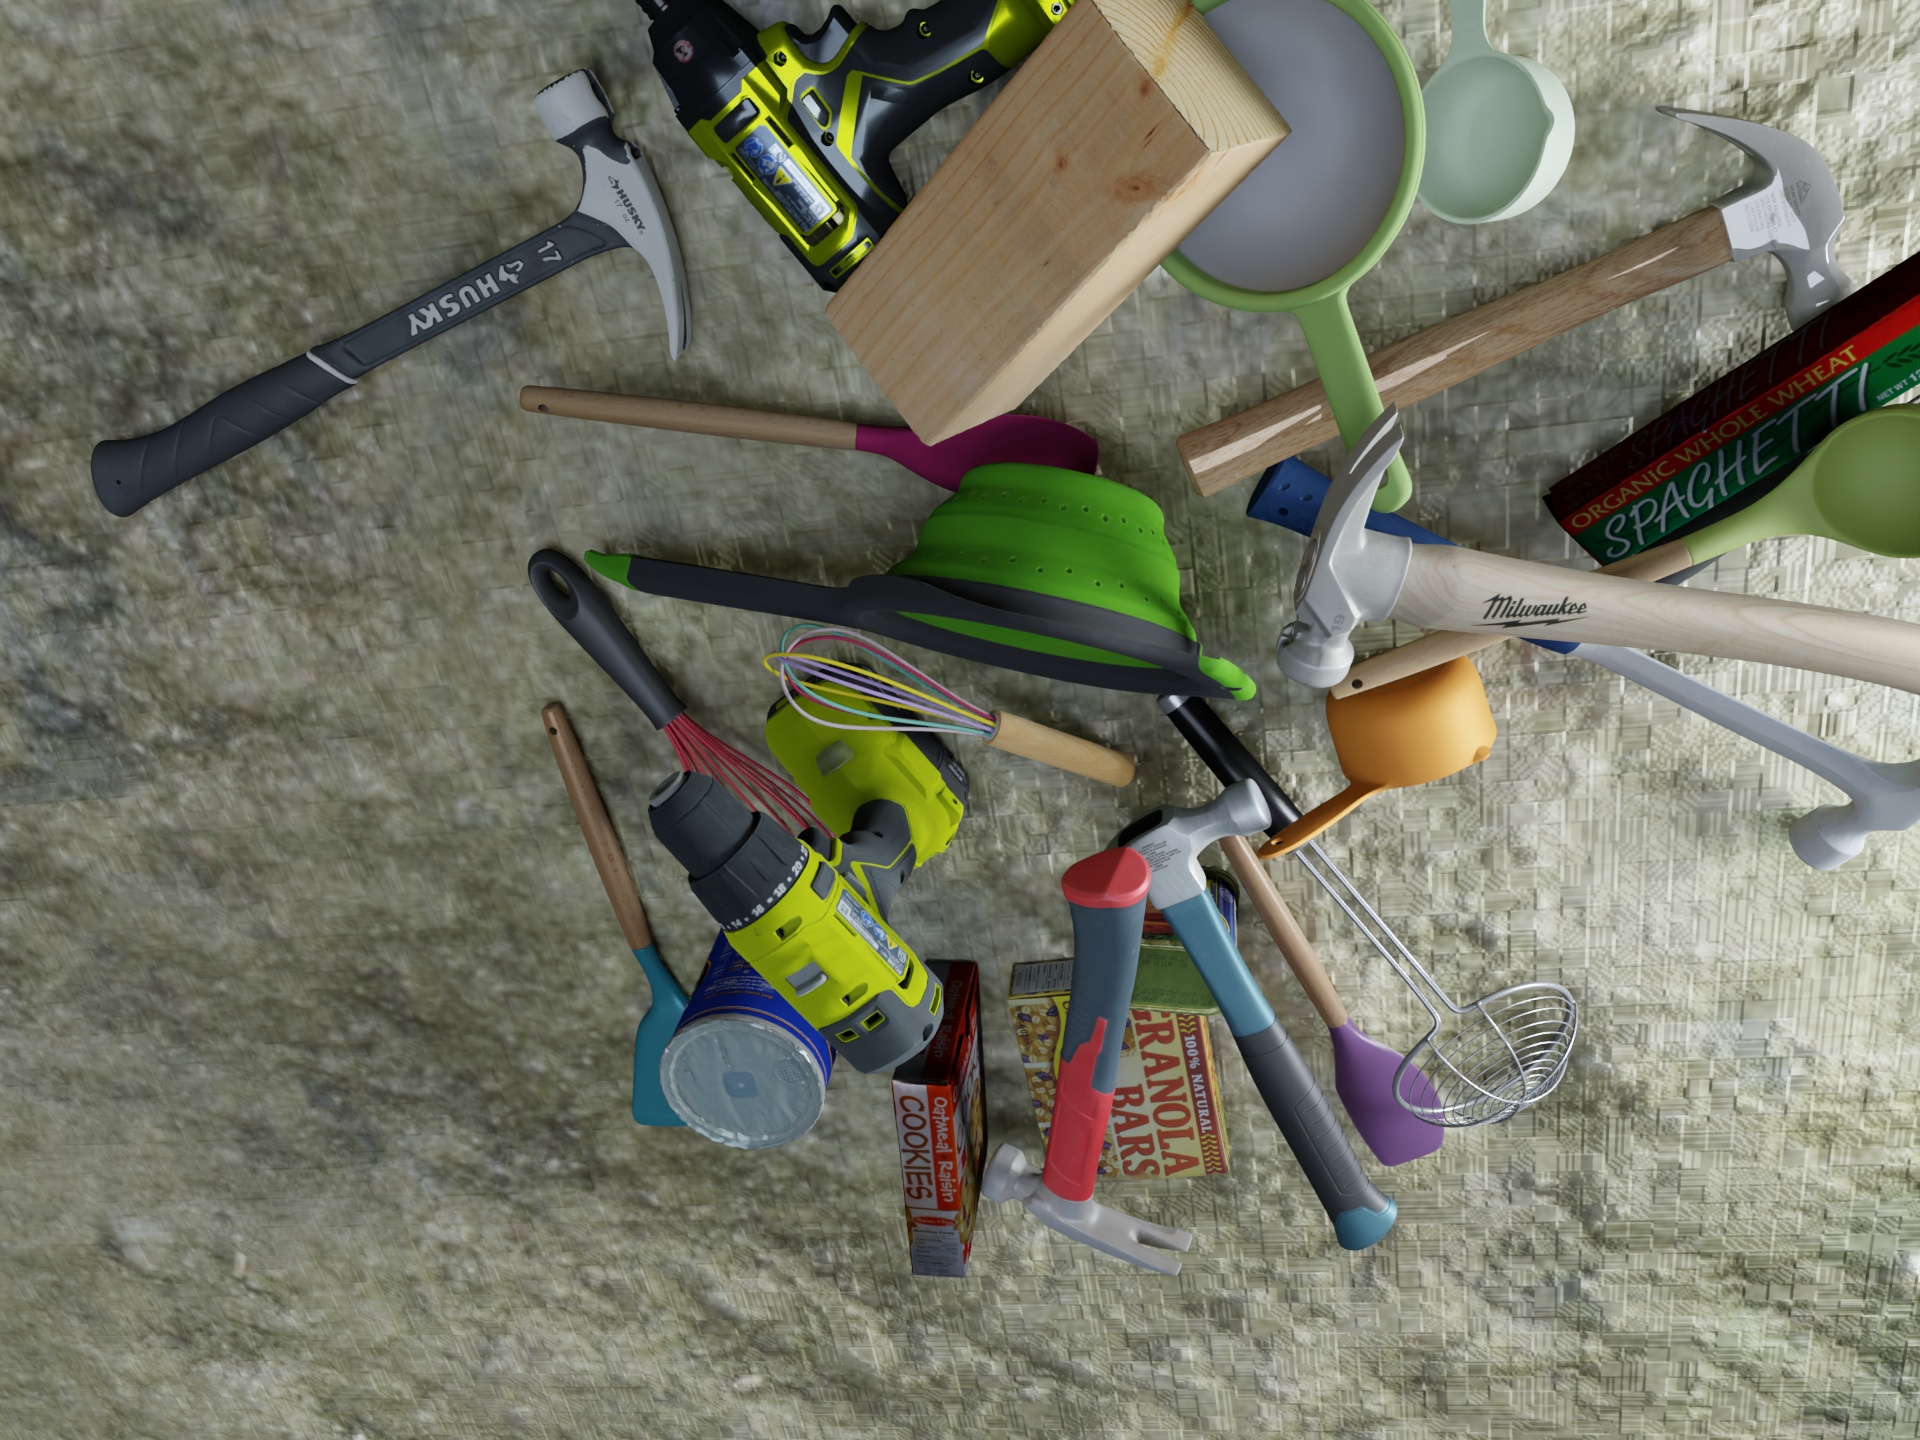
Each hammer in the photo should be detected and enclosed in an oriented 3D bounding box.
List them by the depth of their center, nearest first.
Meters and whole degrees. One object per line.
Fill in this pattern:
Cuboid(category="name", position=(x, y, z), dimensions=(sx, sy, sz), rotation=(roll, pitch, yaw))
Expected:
Cuboid(category="hammer", position=(0.370, -0.052, 0.760), dimensions=(0.410, 0.038, 0.146), rotation=(9, 132, -2))
Cuboid(category="hammer", position=(0.266, -0.196, 0.798), dimensions=(0.331, 0.031, 0.130), rotation=(-22, 111, 13))
Cuboid(category="hammer", position=(0.348, -0.044, 0.863), dimensions=(0.405, 0.035, 0.144), rotation=(26, 145, -2))
Cuboid(category="hammer", position=(-0.336, -0.205, 0.901), dimensions=(0.409, 0.036, 0.149), rotation=(-21, 114, 19))
Cuboid(category="hammer", position=(0.179, 0.189, 0.937), dimensions=(0.128, 0.033, 0.330), rotation=(-23, 112, 18))
Cuboid(category="hammer", position=(0.090, 0.212, 0.942), dimensions=(0.143, 0.038, 0.386), rotation=(20, 140, 15))

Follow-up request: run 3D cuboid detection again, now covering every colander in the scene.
Cuboid(category="colander", position=(-0.029, -0.094, 0.879), dimensions=(0.397, 0.204, 0.094), rotation=(11, 86, 21))

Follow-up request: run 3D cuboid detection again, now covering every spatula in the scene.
Cuboid(category="spatula", position=(0.235, 0.175, 1.028), dimensions=(0.060, 0.018, 0.315), rotation=(-27, 112, 16))
Cuboid(category="spatula", position=(-0.224, 0.134, 1.063), dimensions=(0.082, 0.044, 0.317), rotation=(-7, 116, 16))

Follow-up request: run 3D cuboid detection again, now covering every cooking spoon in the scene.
Cuboid(category="cooking spoon", position=(-0.083, -0.160, 0.875), dimensions=(0.319, 0.017, 0.068), rotation=(6, 146, -1))

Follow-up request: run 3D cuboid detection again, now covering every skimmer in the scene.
Cuboid(category="skimmer", position=(0.244, 0.111, 0.985), dimensions=(0.127, 0.090, 0.363), rotation=(-40, 96, 13))

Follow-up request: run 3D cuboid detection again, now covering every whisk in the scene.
Cuboid(category="whisk", position=(0.437, -0.130, 0.816), dimensions=(0.055, 0.055, 0.239), rotation=(43, 120, -15))
Cuboid(category="whisk", position=(-0.002, -0.003, 0.920), dimensions=(0.244, 0.051, 0.047), rotation=(18, 133, -27))
Cuboid(category="whisk", position=(-0.167, 0.014, 0.984), dimensions=(0.073, 0.073, 0.295), rotation=(-33, 103, 23))

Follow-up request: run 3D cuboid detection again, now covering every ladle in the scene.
Cuboid(category="ladle", position=(0.338, -0.070, 0.792), dimensions=(0.320, 0.062, 0.078), rotation=(-22, 108, 16))

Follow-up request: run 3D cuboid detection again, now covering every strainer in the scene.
Cuboid(category="strainer", position=(0.175, -0.228, 0.767), dimensions=(0.151, 0.069, 0.256), rotation=(-14, 104, 39))

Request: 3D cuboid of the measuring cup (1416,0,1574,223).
Cuboid(category="measuring cup", position=(0.248, -0.319, 0.745), dimensions=(0.083, 0.038, 0.167), rotation=(6, 105, 50))

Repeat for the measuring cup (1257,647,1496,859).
Cuboid(category="measuring cup", position=(0.217, 0.013, 0.868), dimensions=(0.095, 0.173, 0.052), rotation=(10, 125, 56))

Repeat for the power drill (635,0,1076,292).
Cuboid(category="power drill", position=(-0.036, -0.337, 0.759), dimensions=(0.223, 0.080, 0.171), rotation=(-33, 109, 26))

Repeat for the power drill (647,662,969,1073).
Cuboid(category="power drill", position=(-0.077, 0.062, 0.893), dimensions=(0.080, 0.229, 0.190), rotation=(-34, 109, 23))
